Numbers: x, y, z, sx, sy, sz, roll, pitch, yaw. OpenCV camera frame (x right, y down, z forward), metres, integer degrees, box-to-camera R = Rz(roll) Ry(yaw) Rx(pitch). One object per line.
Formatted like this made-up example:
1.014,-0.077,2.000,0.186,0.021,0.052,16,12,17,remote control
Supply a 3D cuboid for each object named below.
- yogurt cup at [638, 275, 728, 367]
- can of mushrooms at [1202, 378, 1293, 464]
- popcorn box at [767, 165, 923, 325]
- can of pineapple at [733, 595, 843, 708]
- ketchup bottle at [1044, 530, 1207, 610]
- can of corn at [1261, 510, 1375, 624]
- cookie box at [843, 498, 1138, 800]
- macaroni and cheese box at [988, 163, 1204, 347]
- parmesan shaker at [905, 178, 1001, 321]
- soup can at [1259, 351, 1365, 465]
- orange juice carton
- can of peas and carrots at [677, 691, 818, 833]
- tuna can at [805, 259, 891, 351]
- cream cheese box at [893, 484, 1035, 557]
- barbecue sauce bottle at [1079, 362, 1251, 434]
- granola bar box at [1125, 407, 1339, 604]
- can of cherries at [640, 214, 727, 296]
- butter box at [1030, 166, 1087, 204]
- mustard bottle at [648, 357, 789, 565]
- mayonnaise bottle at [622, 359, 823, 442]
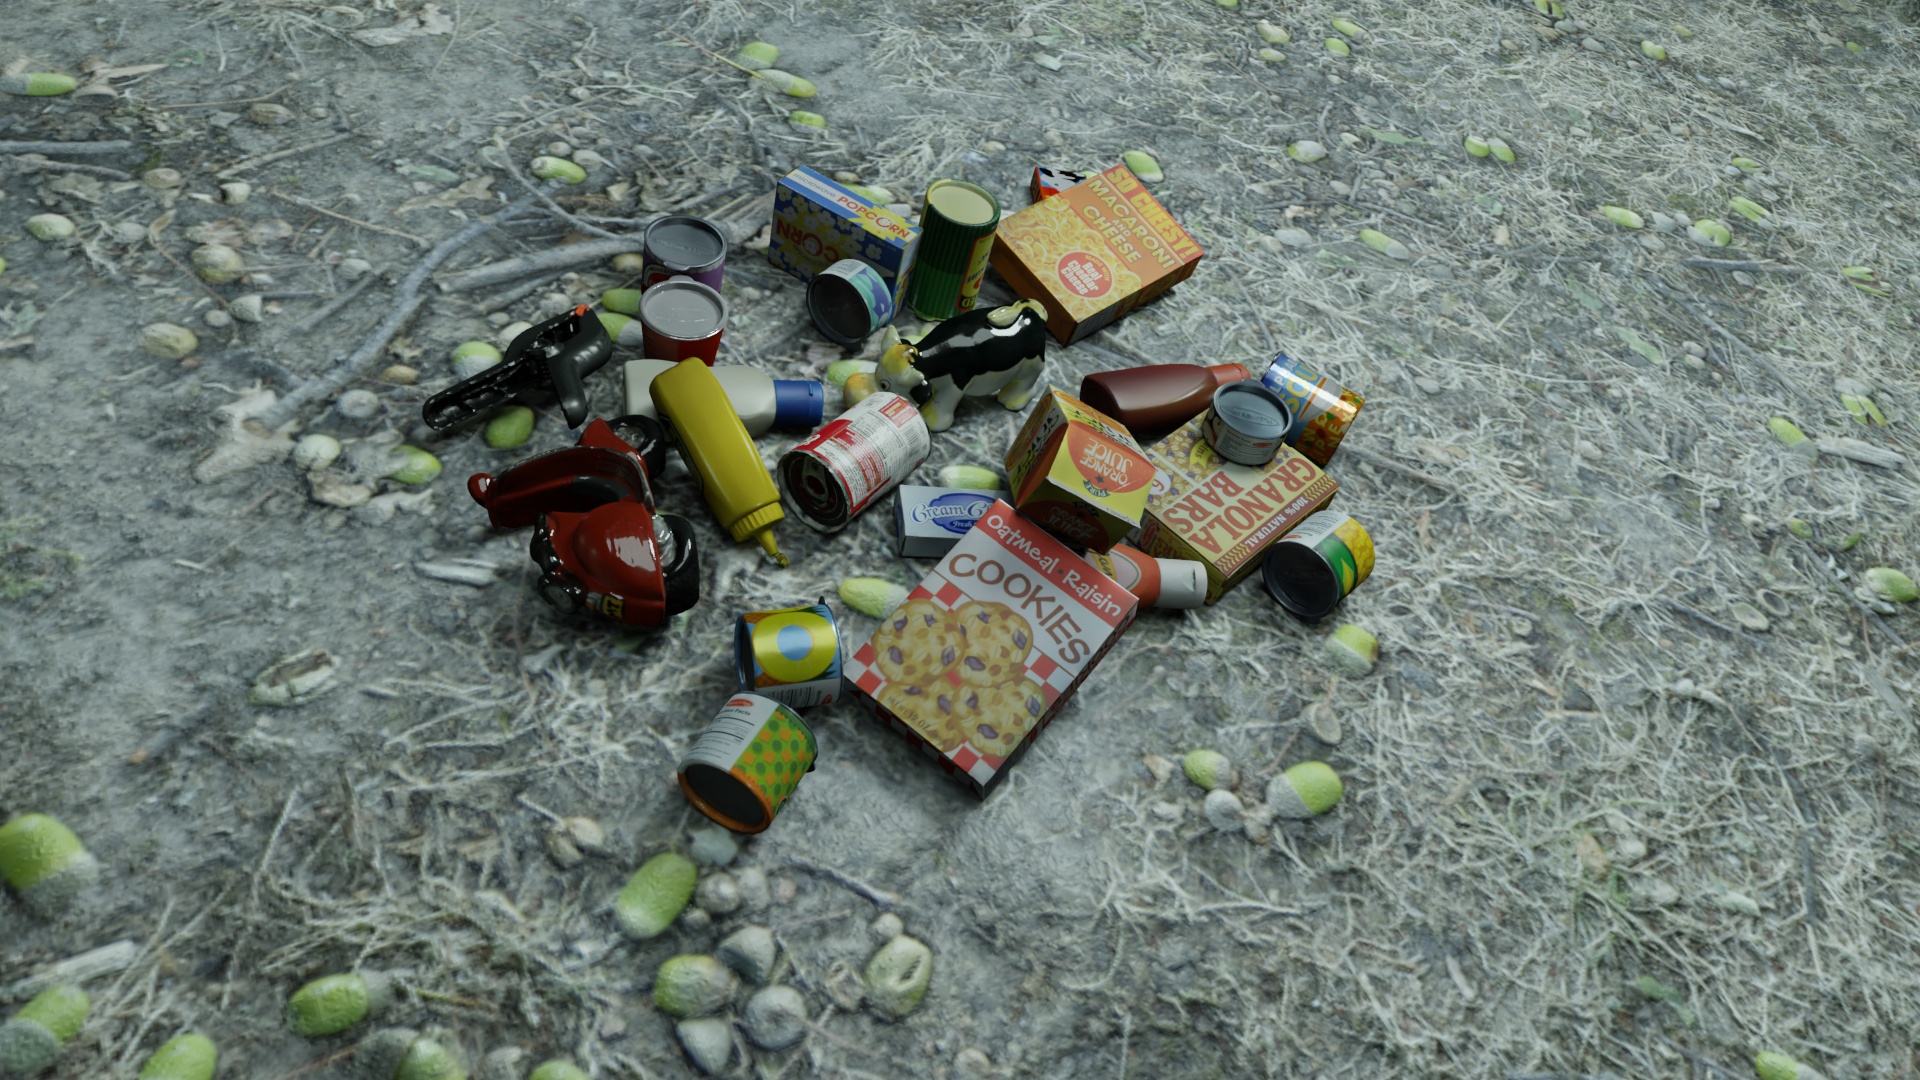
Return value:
-0.218,-0.162,1.087,0.072,0.053,0.073,8,48,-9,yogurt cup
0.231,-0.096,1.119,0.071,0.033,0.071,7,47,-8,can of mushrooms
-0.100,-0.250,1.177,0.127,0.084,0.038,30,48,11,popcorn box
-0.112,0.075,0.901,0.058,0.070,0.071,-6,52,-20,can of pineapple
0.105,0.028,1.017,0.149,0.043,0.065,4,75,-13,ketchup bottle
0.276,0.020,1.065,0.071,0.070,0.058,42,51,20,can of corn
0.021,0.070,0.930,0.123,0.040,0.168,36,69,17,cookie box
0.120,-0.261,1.259,0.167,0.040,0.124,-31,74,-29,macaroni and cheese box
-0.009,-0.246,1.188,0.071,0.102,0.072,8,48,-9,parmesan shaker
0.292,-0.113,1.181,0.084,0.071,0.072,31,49,11,soup can
0.084,-0.050,0.995,0.072,0.073,0.193,28,13,-10,orange juice carton
-0.128,0.137,0.845,0.071,0.070,0.059,27,48,8,can of peas and carrots
-0.091,-0.194,1.146,0.071,0.070,0.033,33,48,13,tuna can
0.004,-0.013,1.041,0.104,0.024,0.053,2,48,-14,cream cheese box
0.178,-0.124,1.175,0.149,0.043,0.065,-12,41,-26,barbecue sauce bottle
0.206,-0.036,1.109,0.124,0.038,0.166,41,51,20,granola bar box
-0.228,-0.221,1.133,0.071,0.058,0.072,9,48,-10,can of cherries
0.100,-0.318,1.335,0.053,0.024,0.104,6,49,-13,butter box
-0.166,-0.050,0.988,0.049,0.065,0.160,-29,87,-14,mustard bottle
-0.180,-0.105,1.057,0.148,0.041,0.065,0,57,-18,mayonnaise bottle
